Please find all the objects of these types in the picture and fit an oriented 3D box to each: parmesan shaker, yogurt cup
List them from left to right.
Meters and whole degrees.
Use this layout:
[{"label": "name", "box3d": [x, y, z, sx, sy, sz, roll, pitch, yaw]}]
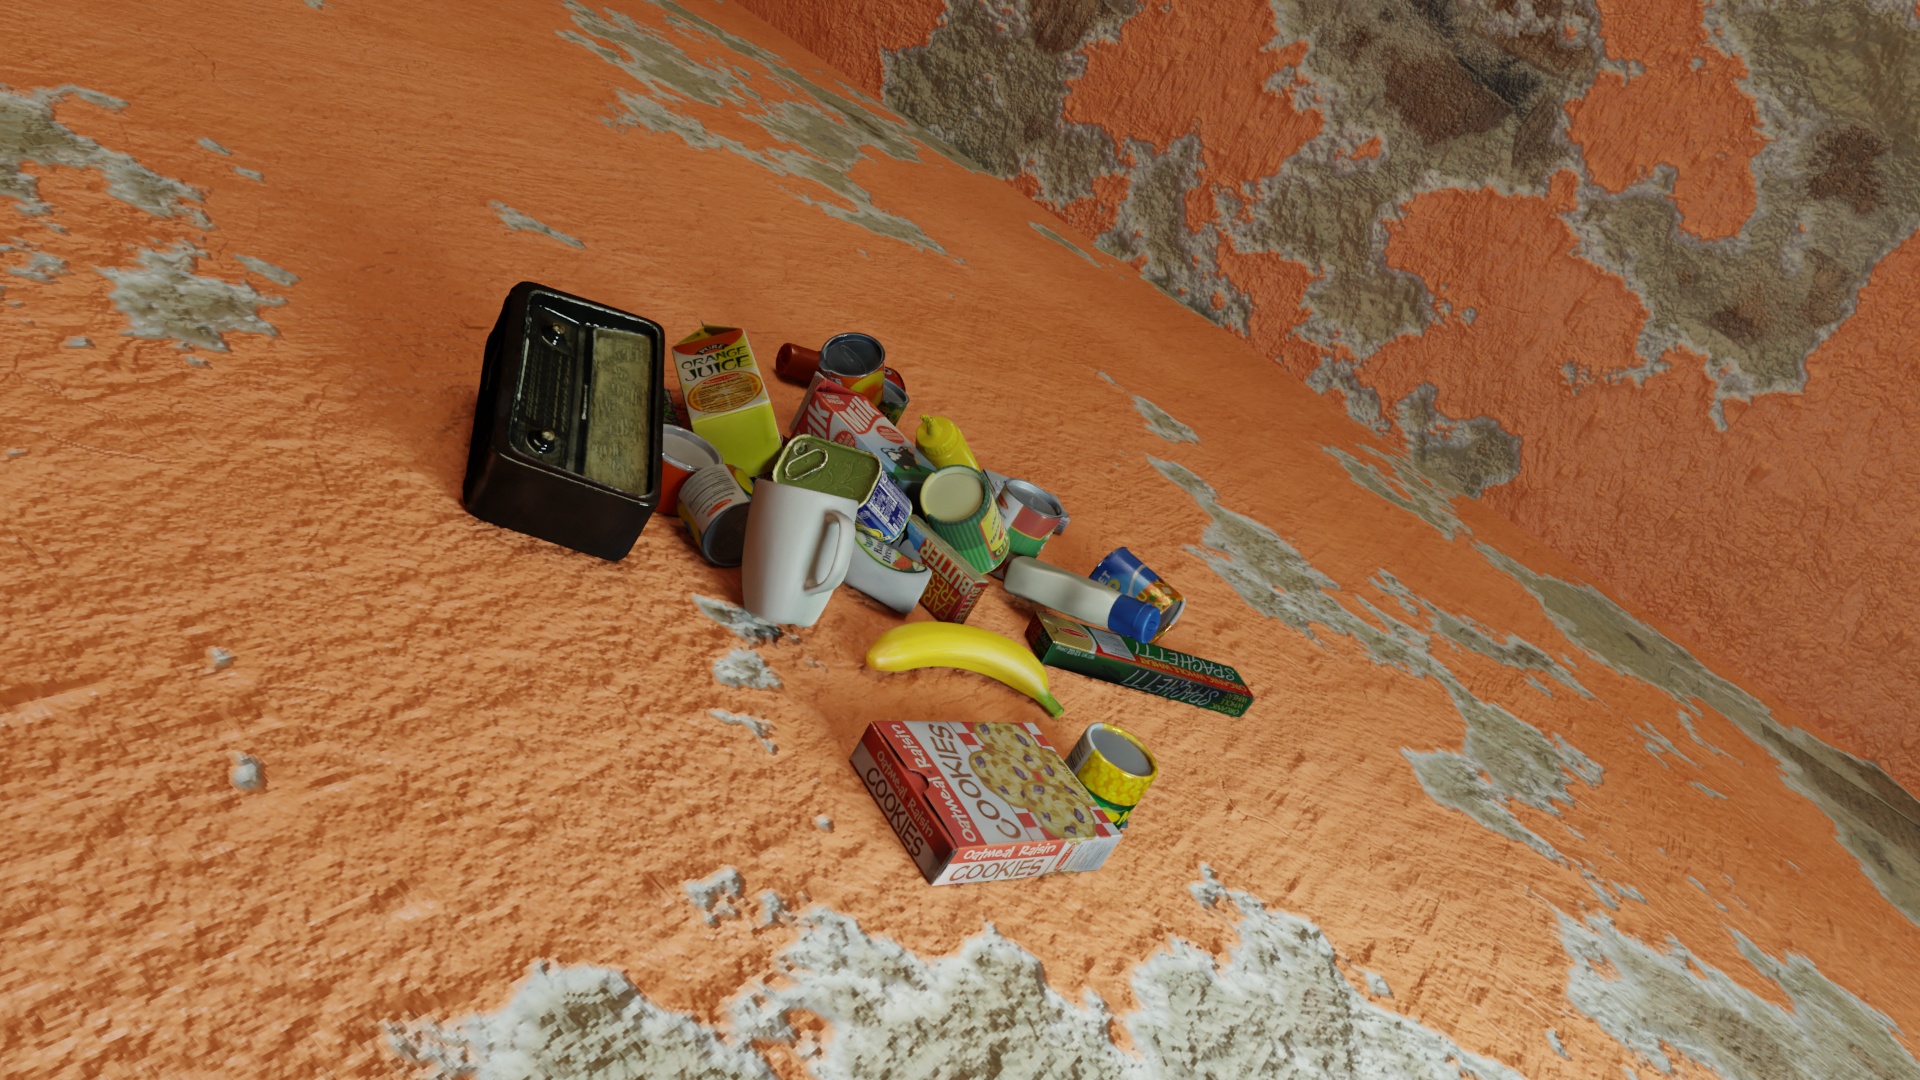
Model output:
[{"label": "yogurt cup", "box3d": [-0.239, -0.057, 1.160, 0.072, 0.053, 0.073, 26, 23, -12]}, {"label": "parmesan shaker", "box3d": [0.005, -0.016, 1.299, 0.071, 0.071, 0.102, 43, -11, 28]}]

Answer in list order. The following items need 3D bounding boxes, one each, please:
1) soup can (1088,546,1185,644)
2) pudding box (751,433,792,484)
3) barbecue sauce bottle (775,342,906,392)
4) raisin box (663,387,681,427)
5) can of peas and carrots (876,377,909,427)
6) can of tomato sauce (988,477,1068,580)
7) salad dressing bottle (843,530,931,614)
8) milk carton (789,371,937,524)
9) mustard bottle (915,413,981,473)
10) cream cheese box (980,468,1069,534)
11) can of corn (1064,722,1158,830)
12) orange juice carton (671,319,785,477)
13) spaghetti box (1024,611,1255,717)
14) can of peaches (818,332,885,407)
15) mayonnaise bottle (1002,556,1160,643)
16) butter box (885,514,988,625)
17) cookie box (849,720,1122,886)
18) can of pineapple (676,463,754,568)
[{"label": "soup can", "box3d": [0.175, 0.059, 1.415, 0.084, 0.071, 0.071, 42, 25, 25]}, {"label": "pudding box", "box3d": [-0.166, -0.068, 1.304, 0.049, 0.030, 0.084, 25, 23, -10]}, {"label": "barbecue sauce bottle", "box3d": [-0.137, -0.187, 1.571, 0.148, 0.043, 0.065, 13, 29, -36]}, {"label": "raisin box", "box3d": [-0.312, -0.116, 1.214, 0.123, 0.040, 0.086, 16, 27, -30]}, {"label": "can of peas and carrots", "box3d": [-0.097, -0.141, 1.504, 0.071, 0.058, 0.071, 25, 24, -12]}, {"label": "can of tomato sauce", "box3d": [0.056, -0.009, 1.384, 0.071, 0.082, 0.071, 26, 23, -12]}, {"label": "salad dressing bottle", "box3d": [-0.099, 0.011, 1.204, 0.148, 0.044, 0.064, 29, 16, -4]}, {"label": "milk carton", "box3d": [-0.104, -0.086, 1.361, 0.073, 0.072, 0.191, 2, 36, -49]}, {"label": "mustard bottle", "box3d": [-0.013, -0.081, 1.391, 0.065, 0.049, 0.159, 45, -11, 31]}, {"label": "cream cheese box", "box3d": [0.069, -0.043, 1.547, 0.104, 0.024, 0.053, 19, 25, -26]}, {"label": "can of corn", "box3d": [0.114, 0.185, 1.082, 0.071, 0.058, 0.071, 25, 23, -12]}, {"label": "orange juice carton", "box3d": [-0.220, -0.135, 1.288, 0.073, 0.071, 0.193, -16, 37, -9]}, {"label": "spaghetti box", "box3d": [0.175, 0.121, 1.330, 0.250, 0.028, 0.050, 17, 26, -29]}, {"label": "can of peaches", "box3d": [-0.113, -0.171, 1.435, 0.071, 0.057, 0.071, 2, 51, -3]}, {"label": "mayonnaise bottle", "box3d": [0.116, 0.056, 1.319, 0.148, 0.041, 0.065, 21, 4, 29]}, {"label": "butter box", "box3d": [-0.026, 0.027, 1.249, 0.104, 0.053, 0.024, 43, 23, 26]}, {"label": "cookie box", "box3d": [0.019, 0.183, 0.994, 0.167, 0.040, 0.123, 8, 31, -43]}, {"label": "can of pineapple", "box3d": [-0.190, -0.019, 1.130, 0.071, 0.070, 0.058, 9, 31, -43]}]
